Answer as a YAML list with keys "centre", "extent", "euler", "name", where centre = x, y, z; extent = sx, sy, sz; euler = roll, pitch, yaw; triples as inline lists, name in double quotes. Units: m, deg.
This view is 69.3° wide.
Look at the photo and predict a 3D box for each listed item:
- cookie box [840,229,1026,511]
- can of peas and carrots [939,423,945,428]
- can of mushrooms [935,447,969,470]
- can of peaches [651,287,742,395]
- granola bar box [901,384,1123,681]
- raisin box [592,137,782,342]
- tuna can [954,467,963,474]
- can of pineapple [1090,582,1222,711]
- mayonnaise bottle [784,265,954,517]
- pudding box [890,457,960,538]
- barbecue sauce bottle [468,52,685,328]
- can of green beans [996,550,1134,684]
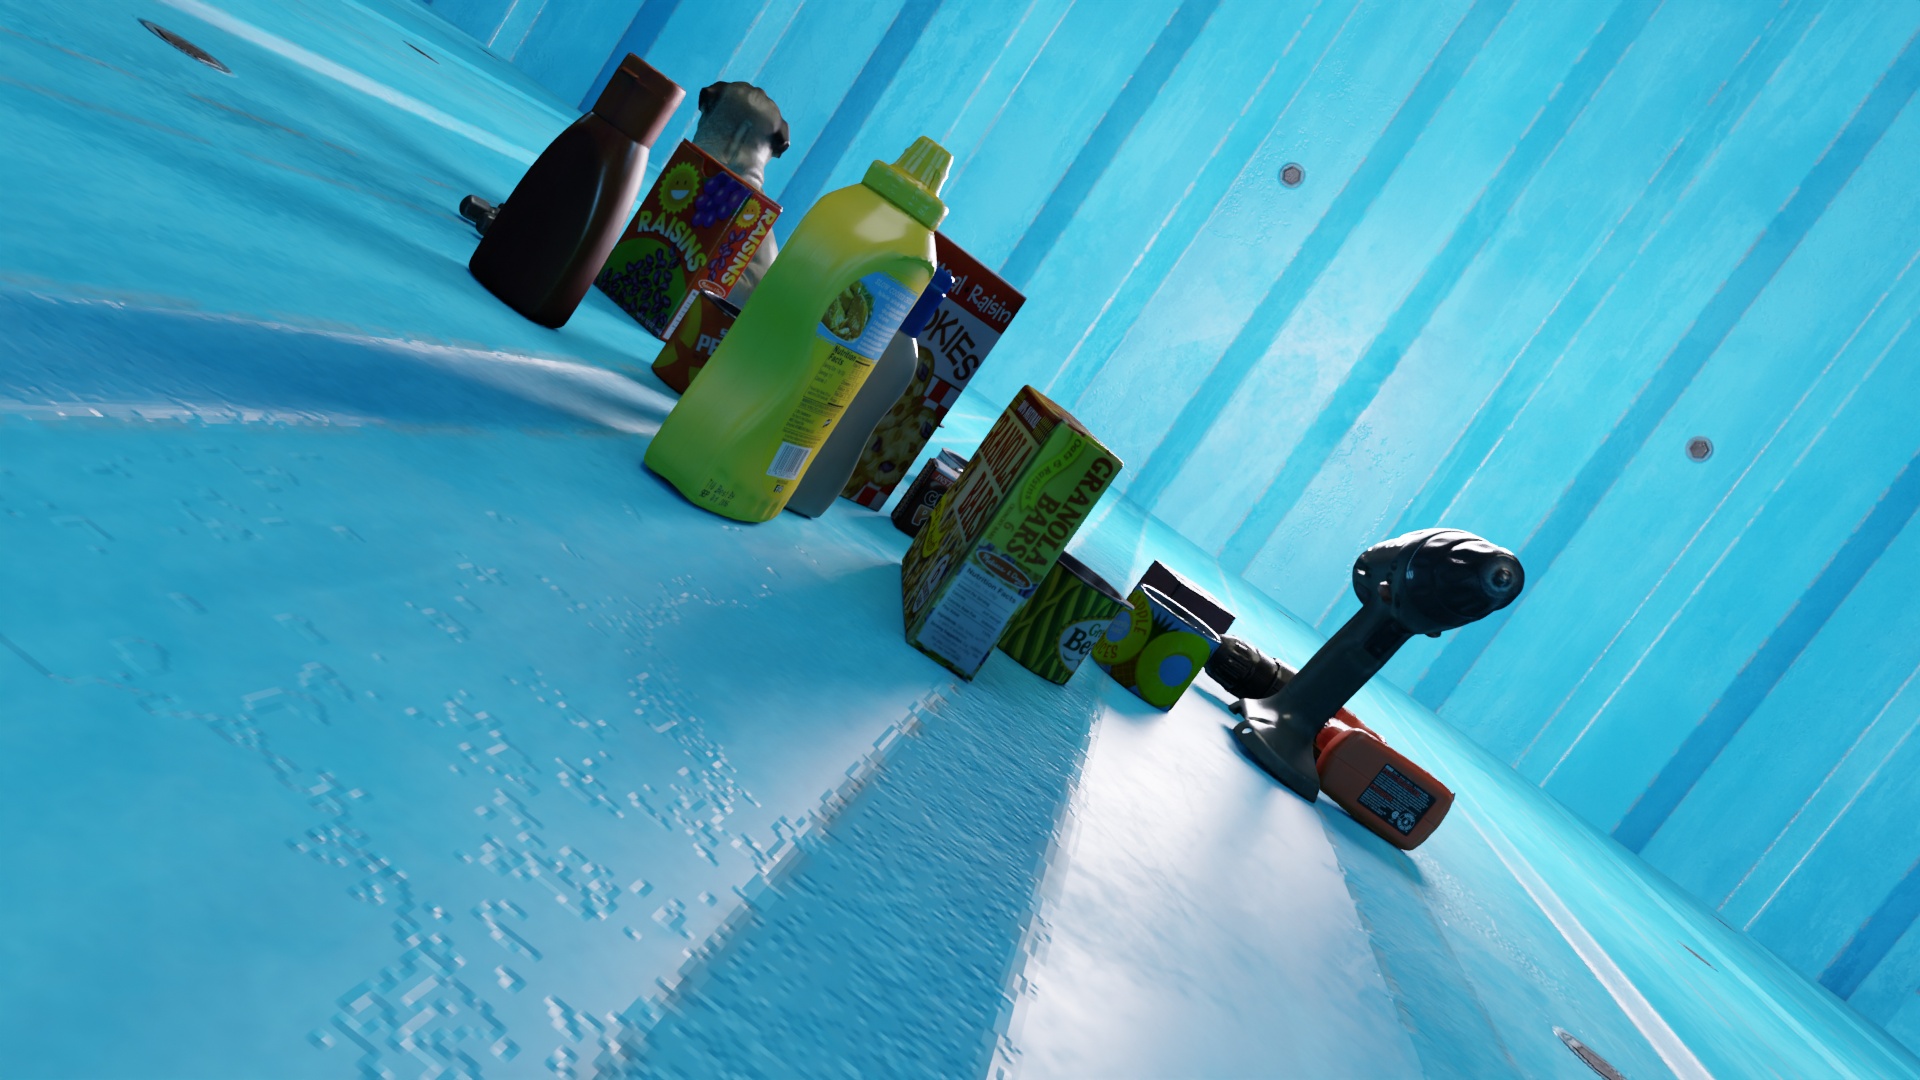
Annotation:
- centre: [-0.048, -0.109, 0.838]
  extent: [0.040, 0.167, 0.123]
  euler: [40, 9, 34]
  name: "cookie box"
- centre: [-0.055, -0.081, 1.034]
  extent: [0.071, 0.058, 0.071]
  euler: [34, 8, -5]
  name: "can of peas and carrots"
- centre: [0.004, -0.045, 1.156]
  extent: [0.071, 0.033, 0.071]
  euler: [34, 8, -5]
  name: "can of mushrooms"
- centre: [-0.146, -0.112, 0.849]
  extent: [0.071, 0.058, 0.071]
  euler: [34, 8, -5]
  name: "can of peaches"
- centre: [0.019, -0.012, 0.701]
  extent: [0.039, 0.124, 0.166]
  euler: [34, 8, -9]
  name: "granola bar box"
- centre: [-0.194, -0.209, 0.983]
  extent: [0.086, 0.123, 0.040]
  euler: [39, 9, 30]
  name: "raisin box"
- centre: [0.016, -0.024, 1.086]
  extent: [0.071, 0.033, 0.071]
  euler: [34, 8, -5]
  name: "tuna can"
- centre: [0.125, 0.068, 0.902]
  extent: [0.071, 0.058, 0.071]
  euler: [34, 8, -5]
  name: "can of pineapple"
- centre: [-0.059, -0.085, 0.724]
  extent: [0.064, 0.148, 0.041]
  euler: [27, 11, -45]
  name: "mayonnaise bottle"
- centre: [0.003, -0.011, 0.899]
  extent: [0.083, 0.049, 0.030]
  euler: [32, 8, -18]
  name: "pudding box"
- centre: [-0.205, -0.192, 0.756]
  extent: [0.065, 0.148, 0.043]
  euler: [38, 8, 21]
  name: "barbecue sauce bottle"
- centre: [0.049, 0.038, 0.769]
  extent: [0.071, 0.057, 0.071]
  euler: [34, 8, -5]
  name: "can of green beans"
